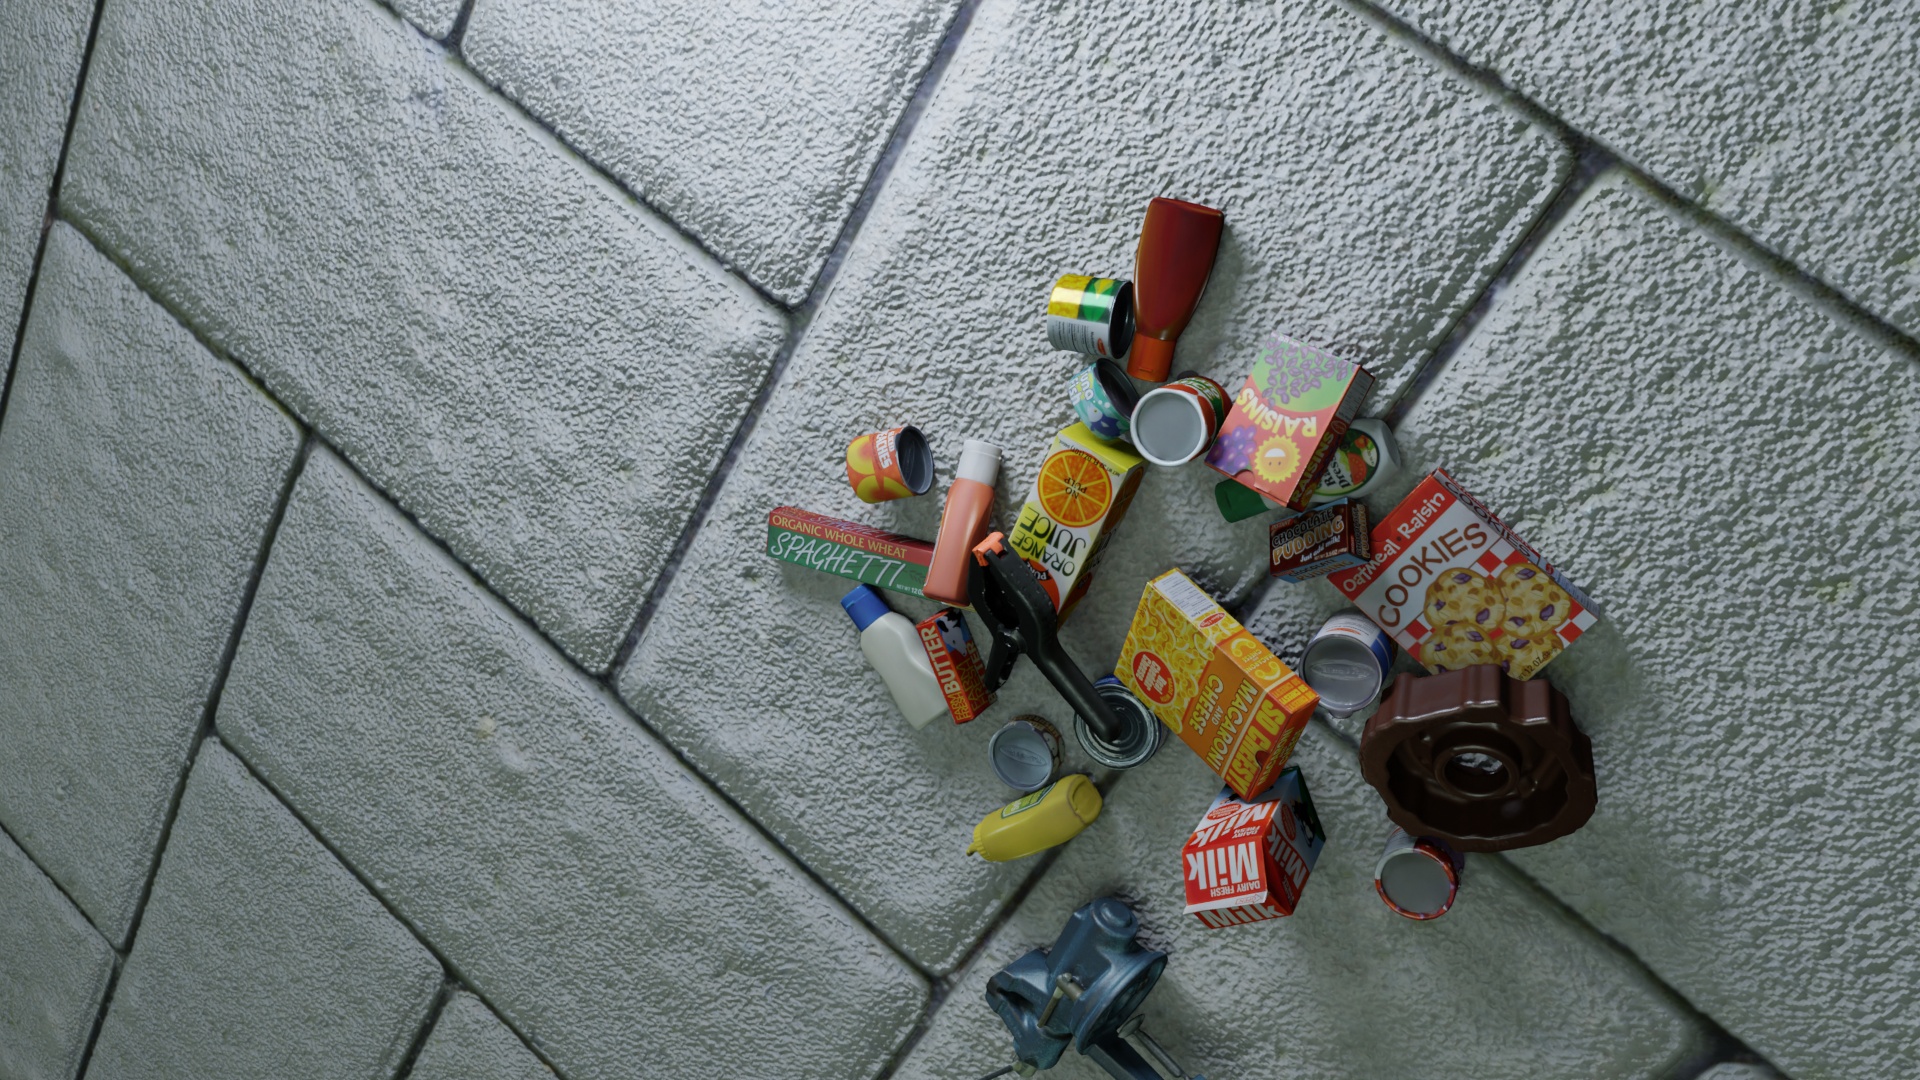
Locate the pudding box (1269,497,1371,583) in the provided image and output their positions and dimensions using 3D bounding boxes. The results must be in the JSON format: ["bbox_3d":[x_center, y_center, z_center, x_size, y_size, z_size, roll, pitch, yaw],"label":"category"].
[{"bbox_3d":[0.293,0.001,1.135,0.083,0.030,0.050,-22,56,50],"label":"pudding box"}]

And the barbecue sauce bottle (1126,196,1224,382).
[{"bbox_3d":[0.173,-0.208,1.161,0.065,0.044,0.148,16,110,12],"label":"barbecue sauce bottle"}]

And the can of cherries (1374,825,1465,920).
[{"bbox_3d":[0.388,0.278,1.166,0.071,0.058,0.071,7,105,25],"label":"can of cherries"}]

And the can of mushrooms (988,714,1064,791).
[{"bbox_3d":[0.064,0.199,1.320,0.071,0.033,0.071,7,106,25],"label":"can of mushrooms"}]

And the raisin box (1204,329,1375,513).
[{"bbox_3d":[0.263,-0.095,1.115,0.086,0.040,0.123,32,99,36],"label":"raisin box"}]

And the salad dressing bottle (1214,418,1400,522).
[{"bbox_3d":[0.284,-0.054,1.144,0.147,0.044,0.064,-21,84,29],"label":"salad dressing bottle"}]

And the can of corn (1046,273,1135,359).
[{"bbox_3d":[0.113,-0.193,1.183,0.058,0.071,0.071,13,108,24],"label":"can of corn"}]

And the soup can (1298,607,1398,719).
[{"bbox_3d":[0.319,0.099,1.141,0.071,0.084,0.071,7,106,25],"label":"soup can"}]

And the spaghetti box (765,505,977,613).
[{"bbox_3d":[-0.078,0.017,1.347,0.250,0.029,0.050,14,107,22],"label":"spaghetti box"}]

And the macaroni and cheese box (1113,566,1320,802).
[{"bbox_3d":[0.211,0.122,1.175,0.167,0.040,0.123,45,142,29],"label":"macaroni and cheese box"}]

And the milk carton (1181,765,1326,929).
[{"bbox_3d":[0.243,0.262,1.157,0.072,0.191,0.073,-19,94,29],"label":"milk carton"}]

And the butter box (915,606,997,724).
[{"bbox_3d":[-0.003,0.118,1.321,0.024,0.053,0.103,-21,93,31],"label":"butter box"}]

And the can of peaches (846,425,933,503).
[{"bbox_3d":[-0.067,-0.071,1.297,0.058,0.071,0.071,-9,98,29],"label":"can of peaches"}]

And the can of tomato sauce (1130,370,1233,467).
[{"bbox_3d":[0.185,-0.102,1.158,0.071,0.083,0.071,6,105,24],"label":"can of tomato sauce"}]

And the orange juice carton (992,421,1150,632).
[{"bbox_3d":[0.091,-0.004,1.234,0.072,0.073,0.191,31,114,16],"label":"orange juice carton"}]

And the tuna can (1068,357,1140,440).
[{"bbox_3d":[0.123,-0.121,1.191,0.032,0.071,0.071,-33,87,29],"label":"tuna can"}]

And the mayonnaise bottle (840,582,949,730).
[{"bbox_3d":[-0.061,0.109,1.355,0.064,0.041,0.148,-39,83,32],"label":"mayonnaise bottle"}]

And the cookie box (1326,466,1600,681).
[{"bbox_3d":[0.400,0.042,1.112,0.167,0.040,0.122,44,118,10],"label":"cookie box"}]

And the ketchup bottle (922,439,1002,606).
[{"bbox_3d":[0.005,-0.016,1.263,0.043,0.064,0.149,13,84,10],"label":"ketchup bottle"}]

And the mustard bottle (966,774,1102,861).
[{"bbox_3d":[0.059,0.273,1.324,0.159,0.065,0.049,-31,92,32],"label":"mustard bottle"}]
